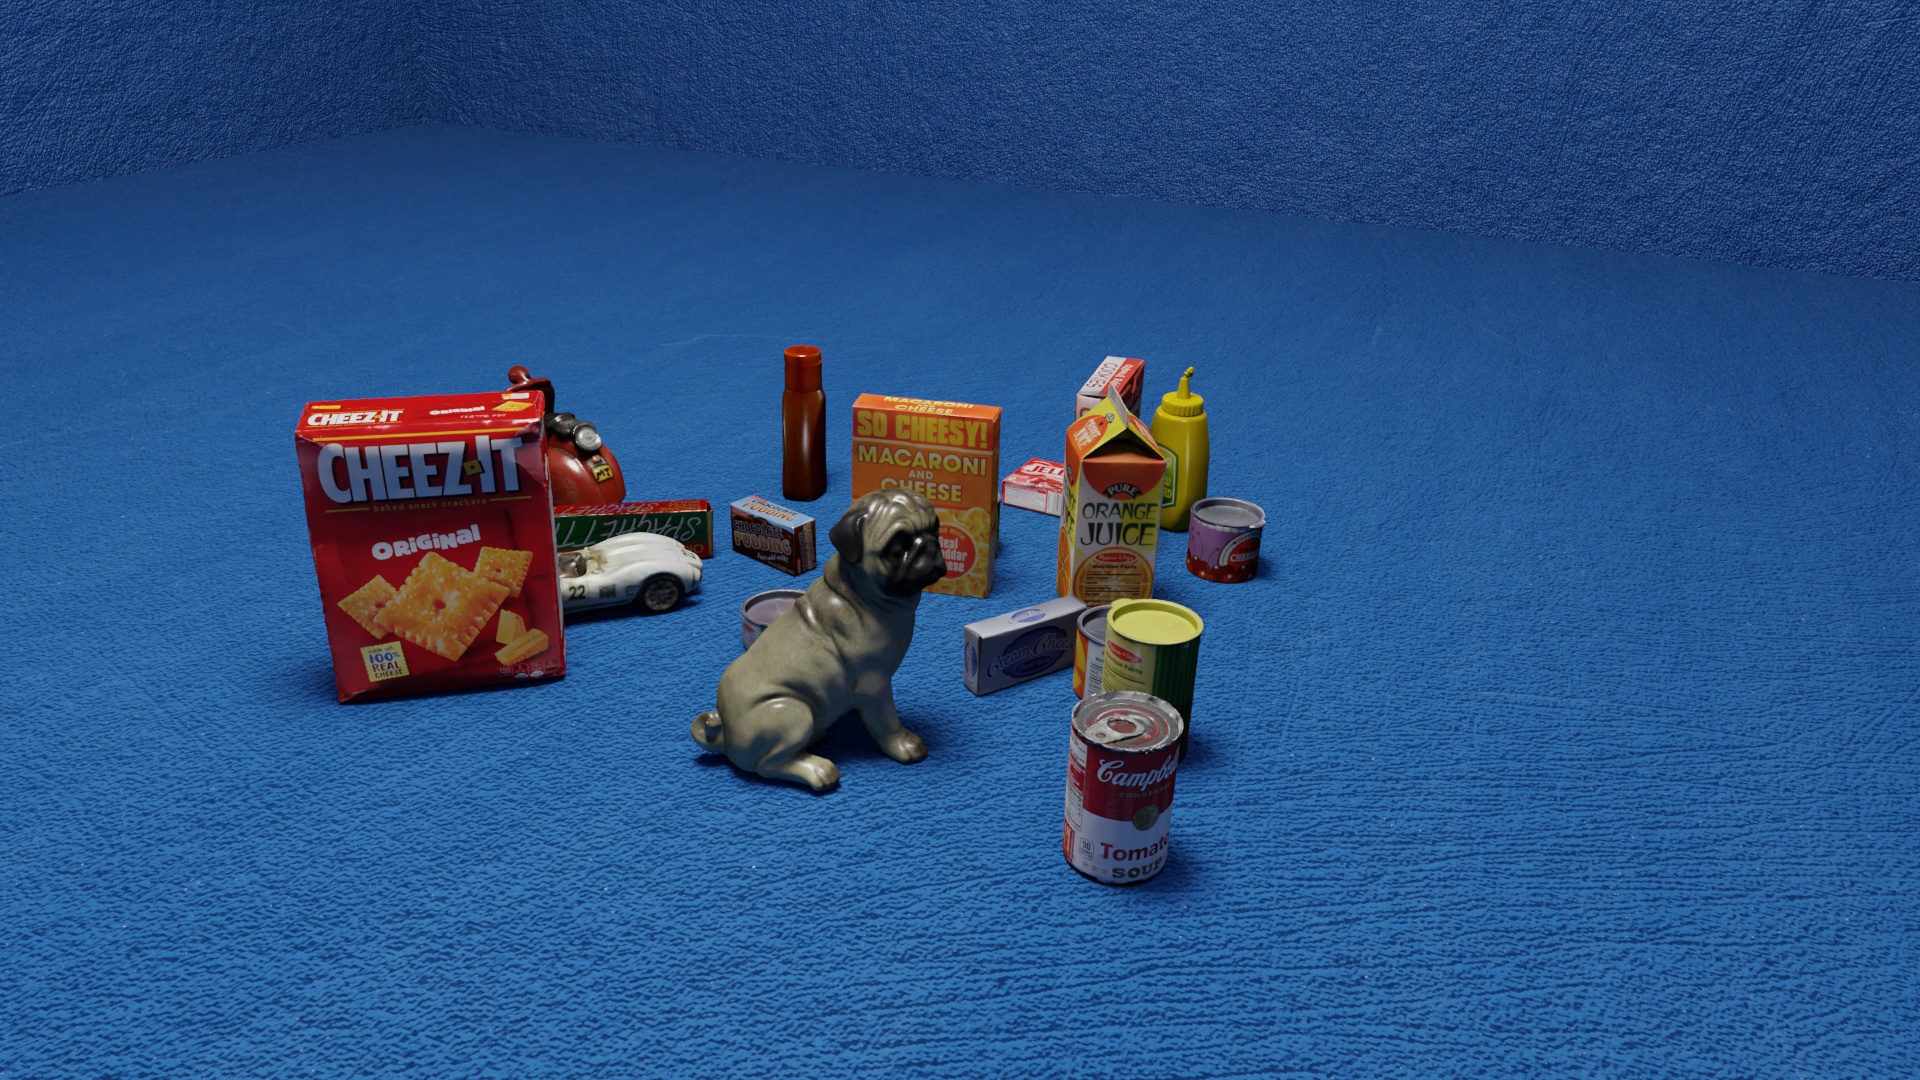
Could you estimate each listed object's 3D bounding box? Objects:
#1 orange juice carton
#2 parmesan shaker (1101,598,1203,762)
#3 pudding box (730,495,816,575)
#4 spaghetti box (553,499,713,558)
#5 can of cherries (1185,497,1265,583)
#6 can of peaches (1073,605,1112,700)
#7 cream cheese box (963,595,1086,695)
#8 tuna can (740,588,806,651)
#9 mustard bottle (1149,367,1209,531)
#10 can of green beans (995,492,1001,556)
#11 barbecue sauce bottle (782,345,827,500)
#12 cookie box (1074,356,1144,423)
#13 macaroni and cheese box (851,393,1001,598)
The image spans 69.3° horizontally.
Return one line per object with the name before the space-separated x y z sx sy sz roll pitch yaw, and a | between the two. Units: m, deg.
orange juice carton | 0.125 -0.030 1.161 0.073 0.191 0.072 0 24 -5
parmesan shaker | 0.131 0.101 0.983 0.071 0.102 0.071 2 24 -1
pudding box | -0.169 -0.006 1.253 0.084 0.049 0.030 20 30 34
spaghetti box | -0.346 -0.005 1.235 0.250 0.050 0.029 -3 25 -11
can of cherries | 0.242 0.000 1.264 0.071 0.058 0.072 2 25 -1
can of peaches | 0.121 0.089 1.062 0.071 0.057 0.071 2 25 -1
cream cheese box | 0.050 0.081 1.078 0.104 0.053 0.024 -14 29 -31
tuna can | -0.140 0.067 1.117 0.071 0.032 0.071 2 25 -1
mustard bottle | 0.208 -0.091 1.338 0.049 0.159 0.065 -19 32 -38
can of green beans | 0.003 -0.015 1.278 0.071 0.057 0.071 2 25 -1
barbecue sauce bottle | -0.155 -0.118 1.380 0.044 0.147 0.065 4 24 5
cookie box | 0.135 -0.074 1.286 0.040 0.166 0.123 9 25 15
macaroni and cheese box | -0.031 -0.039 1.197 0.124 0.165 0.040 6 25 9
